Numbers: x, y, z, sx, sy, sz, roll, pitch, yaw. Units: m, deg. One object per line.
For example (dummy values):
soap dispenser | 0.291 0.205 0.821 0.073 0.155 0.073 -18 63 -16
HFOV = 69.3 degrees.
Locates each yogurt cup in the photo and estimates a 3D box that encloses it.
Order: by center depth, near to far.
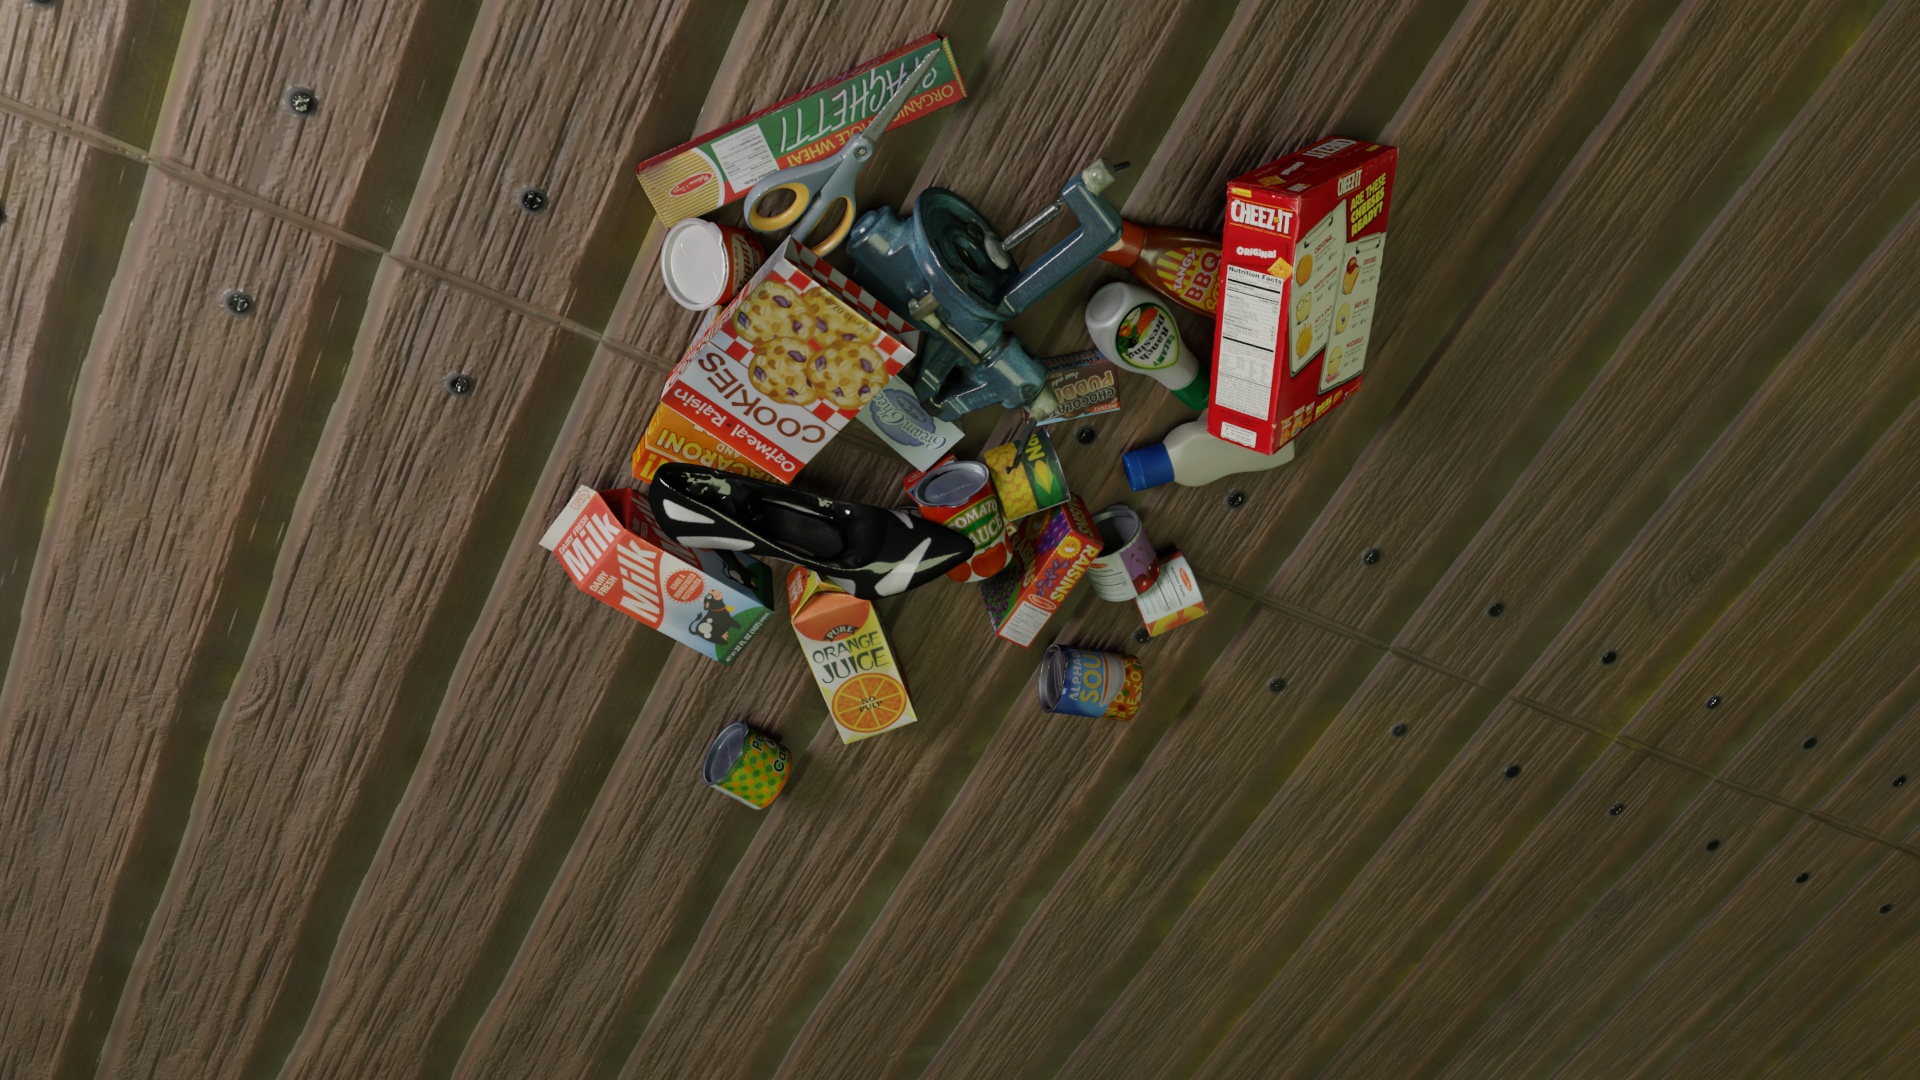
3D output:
yogurt cup | -0.186 -0.210 1.057 0.054 0.072 0.072 -17 137 -55

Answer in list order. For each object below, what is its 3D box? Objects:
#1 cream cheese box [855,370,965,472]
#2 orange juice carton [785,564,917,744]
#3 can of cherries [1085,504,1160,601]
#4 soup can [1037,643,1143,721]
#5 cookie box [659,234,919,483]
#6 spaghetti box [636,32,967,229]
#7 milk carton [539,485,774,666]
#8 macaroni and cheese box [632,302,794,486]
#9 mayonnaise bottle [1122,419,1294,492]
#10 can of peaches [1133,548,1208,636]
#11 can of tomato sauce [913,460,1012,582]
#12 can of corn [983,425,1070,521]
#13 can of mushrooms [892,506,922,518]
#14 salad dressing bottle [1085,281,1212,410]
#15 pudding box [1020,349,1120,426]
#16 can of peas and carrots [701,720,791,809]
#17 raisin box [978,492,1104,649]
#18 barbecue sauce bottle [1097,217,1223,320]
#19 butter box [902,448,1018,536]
cream cheese box | -0.050 -0.108 1.176 0.053 0.024 0.103 -43 119 16
orange juice carton | -0.104 0.084 1.252 0.073 0.072 0.191 -19 123 0
can of cherries | 0.144 0.011 1.263 0.071 0.072 0.058 -27 123 6
soup can | 0.125 0.135 1.331 0.084 0.071 0.071 9 119 -17
cookie box | -0.132 -0.134 1.061 0.123 0.040 0.166 35 124 -22
spaghetti box | -0.118 -0.307 1.040 0.250 0.029 0.050 -23 122 3
milk carton | -0.257 0.023 1.184 0.190 0.074 0.072 31 111 -25
macaroni and cheese box | -0.179 -0.105 1.143 0.124 0.040 0.165 24 113 -23
mayonnaise bottle | 0.220 -0.081 1.238 0.148 0.041 0.064 -16 121 0
can of peaches | 0.191 0.050 1.296 0.058 0.071 0.071 -24 122 3
can of tomato sauce | 0.004 -0.015 1.185 0.071 0.071 0.082 -19 122 1
can of corn | 0.057 -0.058 1.203 0.058 0.071 0.071 -20 122 1
can of mushrooms | -0.049 0.006 1.239 0.071 0.033 0.070 -5 122 -8
salad dressing bottle | 0.165 -0.160 1.163 0.147 0.044 0.064 33 96 -39
pudding box | 0.092 -0.131 1.187 0.084 0.030 0.049 -11 123 -5
can of peas and carrots | -0.200 0.211 1.314 0.058 0.071 0.070 35 109 -28
raisin box | 0.071 0.023 1.242 0.040 0.086 0.123 26 113 -22
barbecue sauce bottle | 0.174 -0.228 1.137 0.148 0.044 0.064 16 113 -19
butter box | 0.001 -0.031 1.232 0.053 0.024 0.103 -36 121 10
